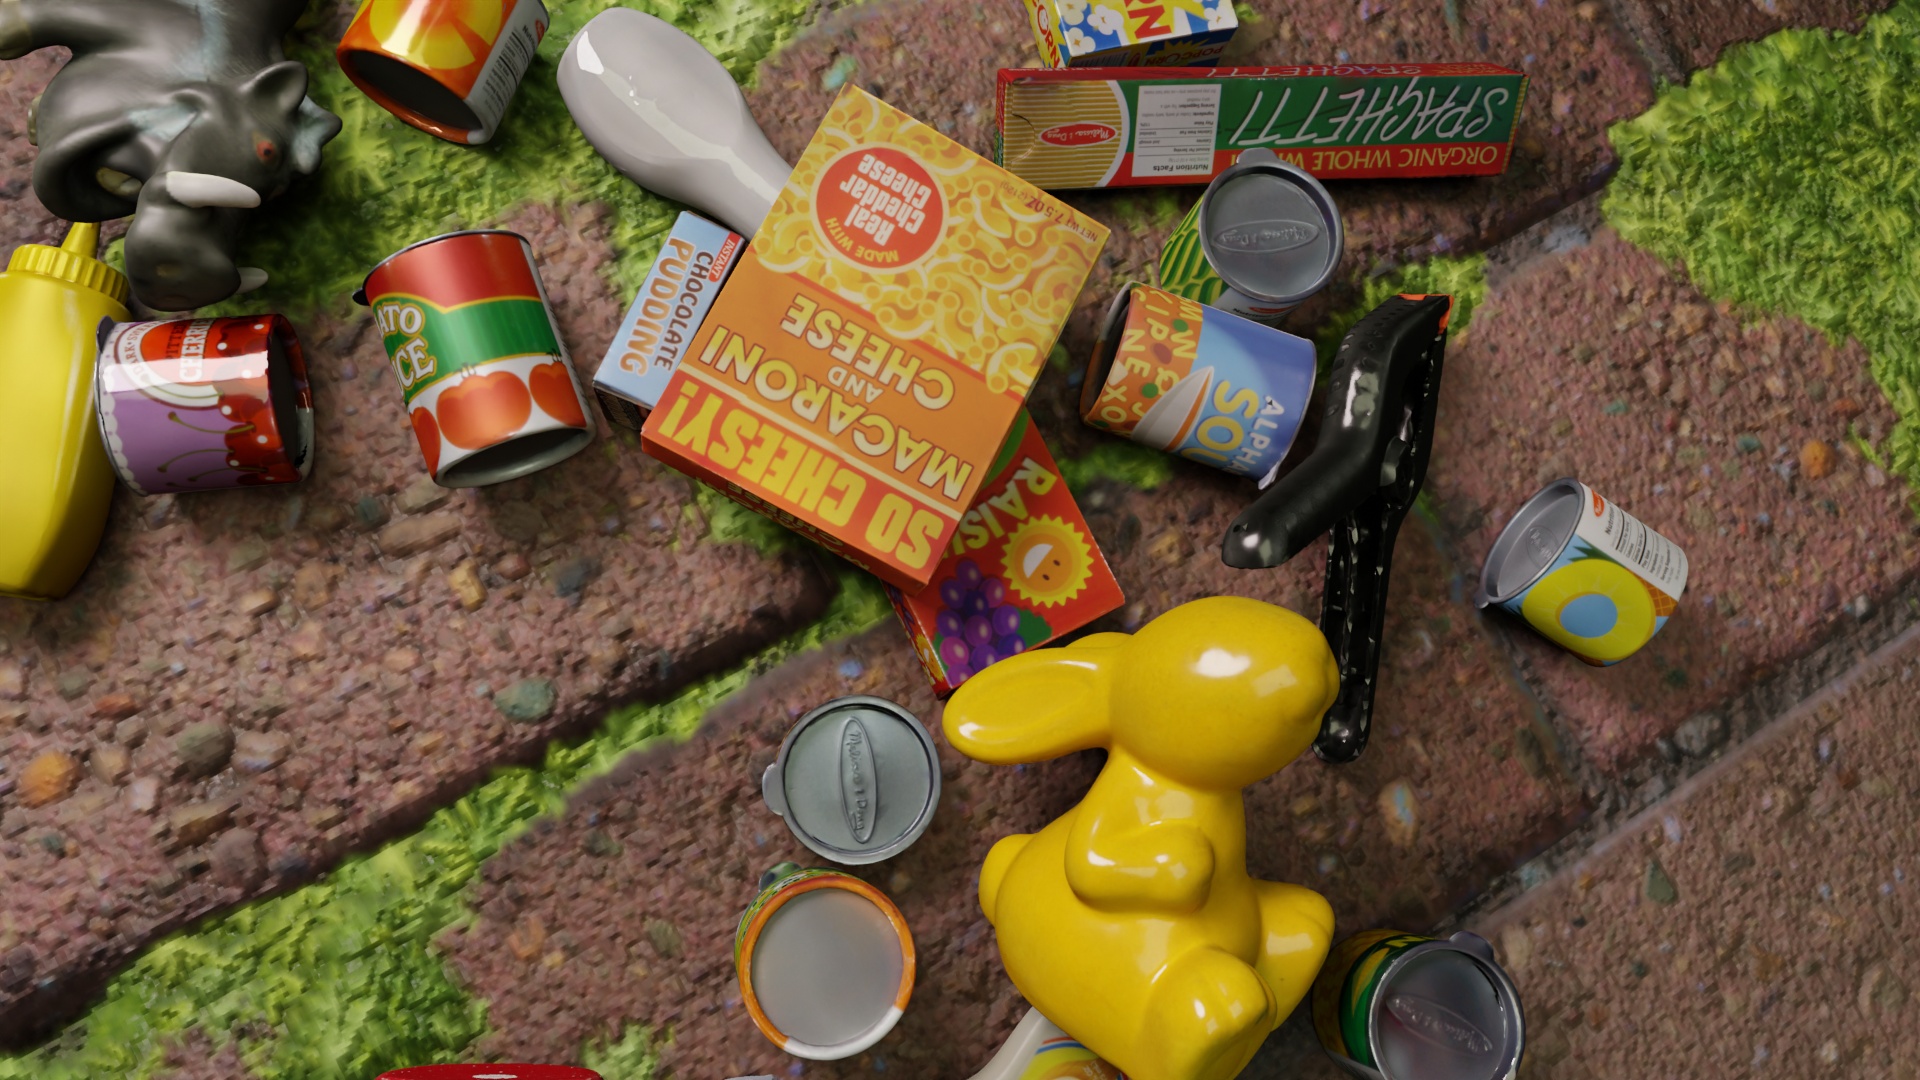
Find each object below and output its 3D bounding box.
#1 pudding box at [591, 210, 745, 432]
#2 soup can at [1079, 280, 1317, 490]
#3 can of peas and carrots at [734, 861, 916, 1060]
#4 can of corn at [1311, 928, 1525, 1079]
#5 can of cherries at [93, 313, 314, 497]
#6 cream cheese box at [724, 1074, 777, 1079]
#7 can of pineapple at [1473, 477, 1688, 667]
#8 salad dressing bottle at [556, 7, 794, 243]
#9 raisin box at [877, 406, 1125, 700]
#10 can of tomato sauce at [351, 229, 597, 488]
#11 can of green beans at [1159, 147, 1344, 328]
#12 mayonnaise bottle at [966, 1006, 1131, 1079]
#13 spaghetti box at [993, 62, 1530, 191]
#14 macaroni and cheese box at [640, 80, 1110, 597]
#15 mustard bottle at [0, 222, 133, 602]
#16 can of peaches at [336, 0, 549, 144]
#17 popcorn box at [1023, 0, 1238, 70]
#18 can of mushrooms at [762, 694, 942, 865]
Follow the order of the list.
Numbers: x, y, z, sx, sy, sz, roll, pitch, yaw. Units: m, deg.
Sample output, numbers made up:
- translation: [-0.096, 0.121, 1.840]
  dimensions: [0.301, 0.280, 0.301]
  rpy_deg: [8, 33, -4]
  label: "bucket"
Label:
- translation: [-0.119, -0.087, 0.574]
  dimensions: [0.030, 0.049, 0.084]
  rpy_deg: [25, 75, -3]
  label: "pudding box"
- translation: [0.101, -0.066, 0.600]
  dimensions: [0.084, 0.071, 0.071]
  rpy_deg: [17, 77, -6]
  label: "soup can"
- translation: [-0.054, 0.158, 0.534]
  dimensions: [0.071, 0.058, 0.071]
  rpy_deg: [2, 79, -10]
  label: "can of peas and carrots"
- translation: [0.187, 0.193, 0.571]
  dimensions: [0.071, 0.058, 0.071]
  rpy_deg: [2, 79, -10]
  label: "can of corn"
- translation: [-0.284, -0.054, 0.526]
  dimensions: [0.058, 0.071, 0.071]
  rpy_deg: [-5, 81, -11]
  label: "can of cherries"
- translation: [-0.073, 0.257, 0.514]
  dimensions: [0.024, 0.053, 0.104]
  rpy_deg: [-6, 81, -9]
  label: "cream cheese box"
- translation: [0.275, 0.016, 0.619]
  dimensions: [0.058, 0.071, 0.071]
  rpy_deg: [33, 76, -3]
  label: "can of pineapple"
- translation: [-0.103, -0.162, 0.595]
  dimensions: [0.147, 0.044, 0.064]
  rpy_deg: [42, 74, -2]
  label: "salad dressing bottle"
- translation: [0.002, -0.007, 0.586]
  dimensions: [0.086, 0.040, 0.123]
  rpy_deg: [-25, 84, -15]
  label: "raisin box"
- translation: [-0.191, -0.070, 0.548]
  dimensions: [0.071, 0.071, 0.083]
  rpy_deg: [-20, 85, -13]
  label: "can of tomato sauce"
- translation: [0.129, -0.128, 0.622]
  dimensions: [0.071, 0.057, 0.071]
  rpy_deg: [2, 79, -10]
  label: "can of green beans"
- translation: [0.012, 0.236, 0.540]
  dimensions: [0.148, 0.041, 0.065]
  rpy_deg: [-34, 85, -15]
  label: "mayonnaise bottle"
- translation: [0.139, -0.191, 0.639]
  dimensions: [0.250, 0.029, 0.050]
  rpy_deg: [-5, 121, -11]
  label: "spaghetti box"
- translation: [-0.032, -0.079, 0.552]
  dimensions: [0.124, 0.040, 0.167]
  rpy_deg: [28, 75, -5]
  label: "macaroni and cheese box"
- translation: [-0.349, -0.059, 0.527]
  dimensions: [0.065, 0.048, 0.160]
  rpy_deg: [11, 77, -8]
  label: "mustard bottle"
- translation: [-0.214, -0.206, 0.571]
  dimensions: [0.071, 0.071, 0.058]
  rpy_deg: [22, 77, -6]
  label: "can of peaches"
- translation: [0.069, -0.280, 0.650]
  dimensions: [0.085, 0.038, 0.127]
  rpy_deg: [-14, 82, -13]
  label: "popcorn box"
- translation: [-0.045, 0.096, 0.560]
  dimensions: [0.071, 0.033, 0.071]
  rpy_deg: [2, 80, -10]
  label: "can of mushrooms"
